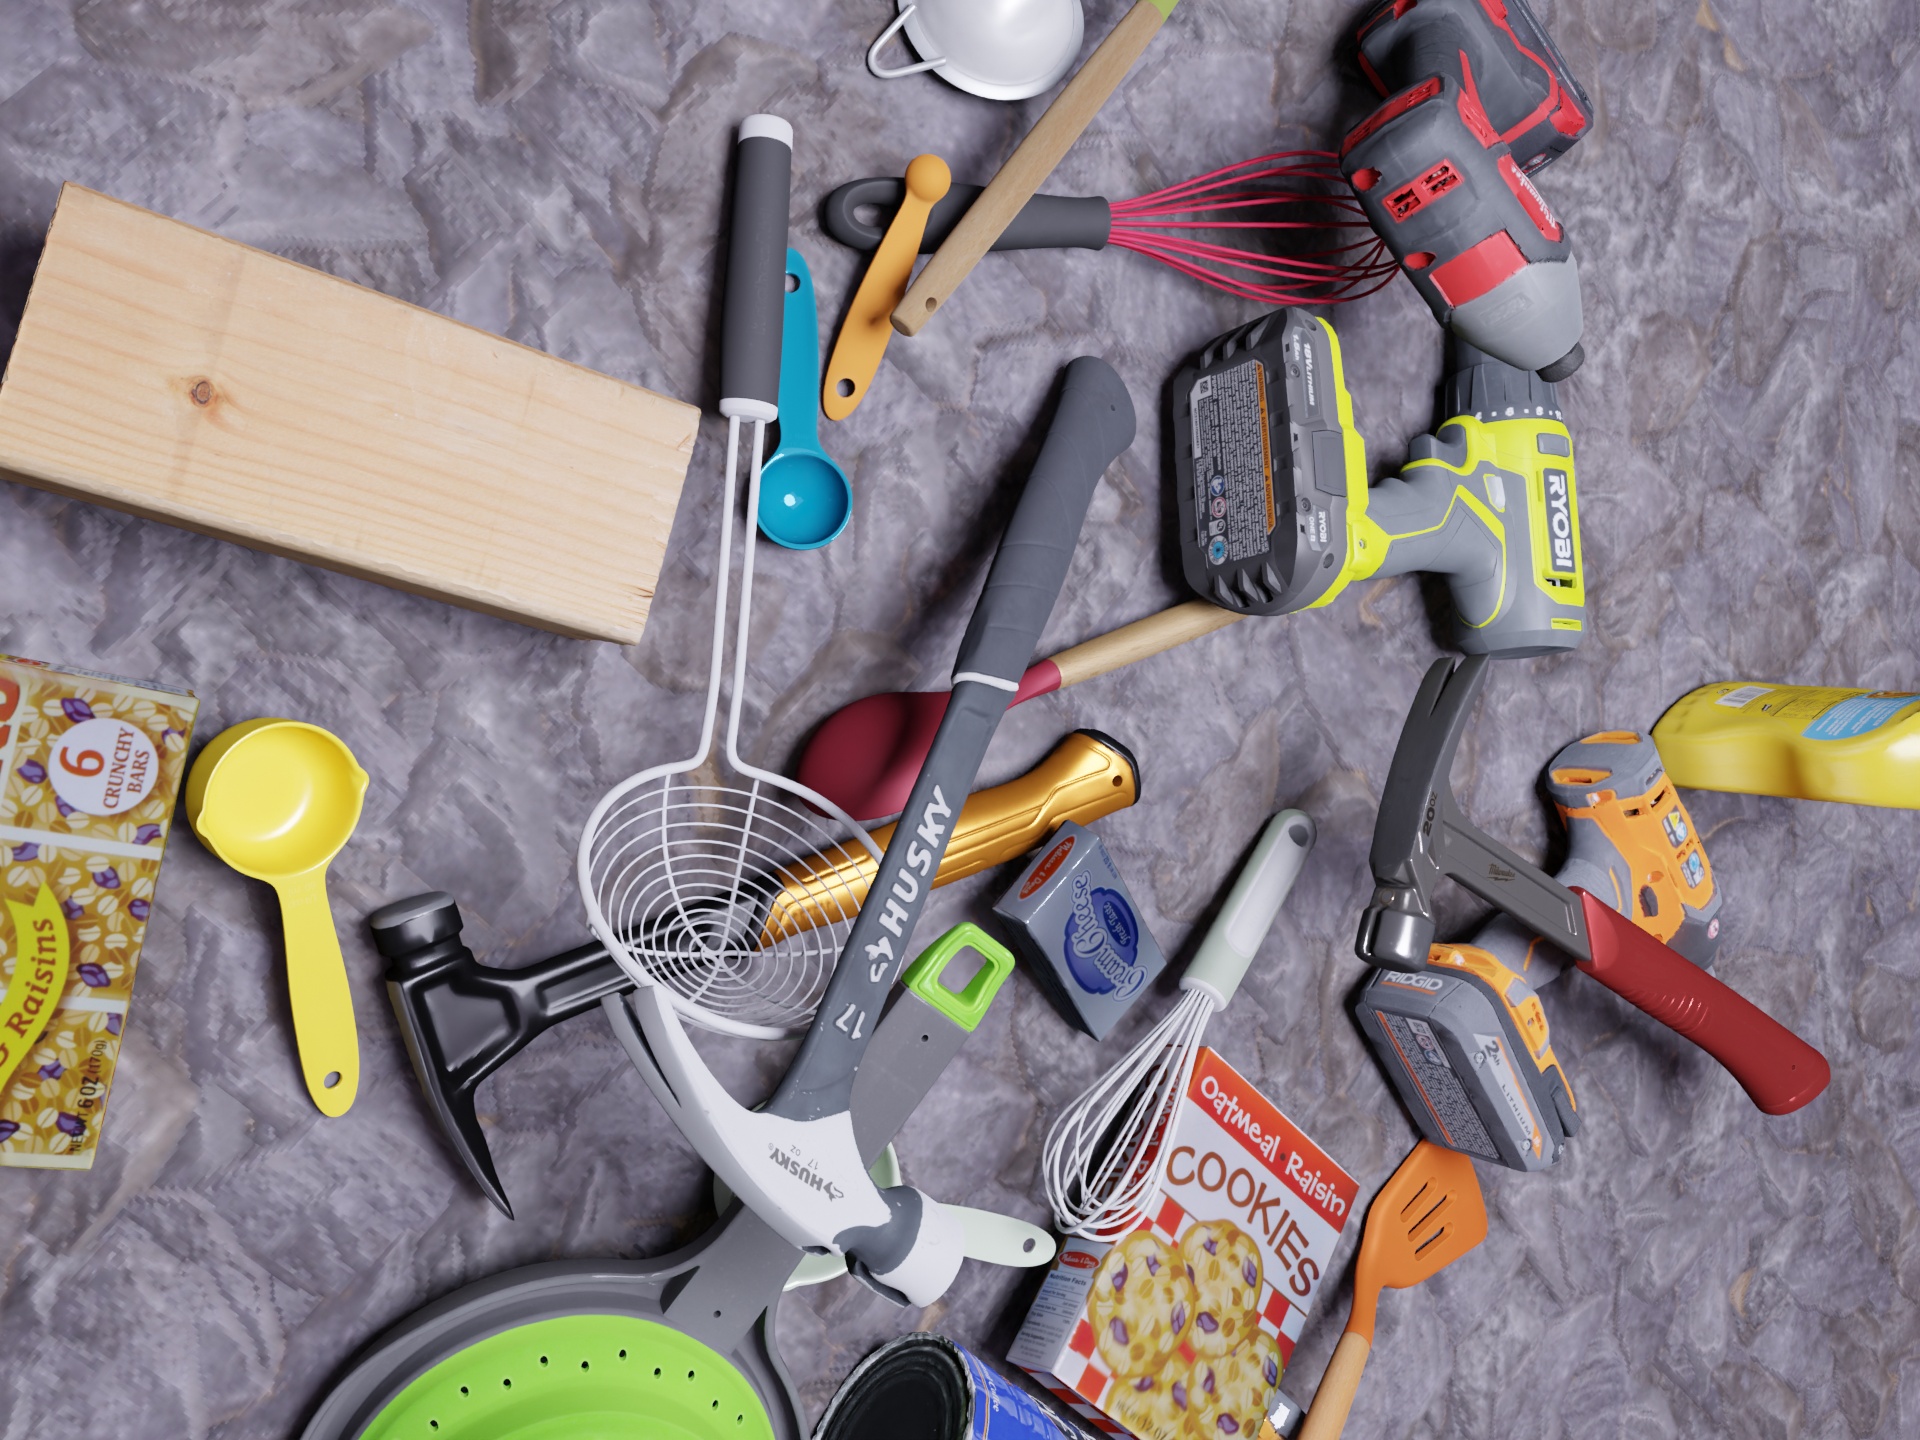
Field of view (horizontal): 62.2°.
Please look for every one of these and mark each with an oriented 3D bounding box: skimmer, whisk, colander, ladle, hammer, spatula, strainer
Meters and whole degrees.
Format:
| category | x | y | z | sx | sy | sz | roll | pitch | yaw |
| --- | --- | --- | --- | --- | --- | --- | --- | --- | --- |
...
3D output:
| category | x | y | z | sx | sy | sz | roll | pitch | yaw |
| --- | --- | --- | --- | --- | --- | --- | --- | --- | --- |
| skimmer | -0.074 | -0.066 | 0.605 | 0.127 | 0.090 | 0.363 | 6 | 83 | -28 |
| whisk | 0.109 | 0.134 | 0.741 | 0.058 | 0.059 | 0.246 | 40 | 60 | -7 |
| colander | -0.096 | 0.250 | 0.595 | 0.204 | 0.094 | 0.397 | 39 | 85 | -22 |
| ladle | 0.062 | -0.027 | 0.727 | 0.315 | 0.069 | 0.031 | -22 | 132 | -31 |
| hammer | -0.001 | -0.002 | 0.613 | 0.149 | 0.036 | 0.409 | 43 | 50 | -27 |
| hammer | -0.063 | 0.082 | 0.673 | 0.337 | 0.034 | 0.127 | -20 | 101 | -25 |
| spatula | 0.193 | 0.319 | 0.770 | 0.323 | 0.041 | 0.081 | -41 | 113 | -51 |
| ladle | 0.075 | -0.282 | 0.675 | 0.320 | 0.062 | 0.078 | -54 | 134 | -14 |
| whisk | 0.080 | -0.225 | 0.720 | 0.295 | 0.073 | 0.073 | -5 | 96 | -21 |
| strainer | 0.068 | -0.346 | 0.716 | 0.258 | 0.050 | 0.087 | -32 | 93 | -26 |
| hammer | 0.332 | 0.109 | 0.793 | 0.358 | 0.037 | 0.149 | 30 | 72 | -30 |

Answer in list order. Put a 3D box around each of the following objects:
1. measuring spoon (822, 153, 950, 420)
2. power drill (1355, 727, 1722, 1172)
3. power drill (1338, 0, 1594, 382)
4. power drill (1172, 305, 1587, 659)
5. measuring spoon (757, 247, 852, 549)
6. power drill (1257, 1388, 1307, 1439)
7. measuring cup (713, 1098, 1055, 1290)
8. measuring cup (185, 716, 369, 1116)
| category | x | y | z | sx | sy | sz | roll | pitch | yaw |
| --- | --- | --- | --- | --- | --- | --- | --- | --- | --- |
| measuring spoon | -0.032 | -0.180 | 0.667 | 0.021 | 0.011 | 0.117 | 19 | 102 | -21 |
| power drill | 0.329 | 0.133 | 0.858 | 0.226 | 0.084 | 0.164 | -40 | 110 | -24 |
| power drill | 0.236 | -0.252 | 0.725 | 0.143 | 0.078 | 0.220 | 44 | 39 | -23 |
| power drill | 0.216 | -0.130 | 0.778 | 0.228 | 0.080 | 0.190 | 1 | 84 | -34 |
| measuring spoon | -0.069 | -0.134 | 0.670 | 0.042 | 0.021 | 0.129 | -2 | 85 | -10 |
| power drill | 0.150 | 0.456 | 0.783 | 0.185 | 0.084 | 0.226 | -47 | 107 | -18 |
| measuring cup | -0.032 | 0.211 | 0.696 | 0.167 | 0.038 | 0.083 | 24 | 82 | -29 |
| measuring cup | -0.245 | 0.073 | 0.584 | 0.062 | 0.029 | 0.156 | -20 | 116 | -43 |
